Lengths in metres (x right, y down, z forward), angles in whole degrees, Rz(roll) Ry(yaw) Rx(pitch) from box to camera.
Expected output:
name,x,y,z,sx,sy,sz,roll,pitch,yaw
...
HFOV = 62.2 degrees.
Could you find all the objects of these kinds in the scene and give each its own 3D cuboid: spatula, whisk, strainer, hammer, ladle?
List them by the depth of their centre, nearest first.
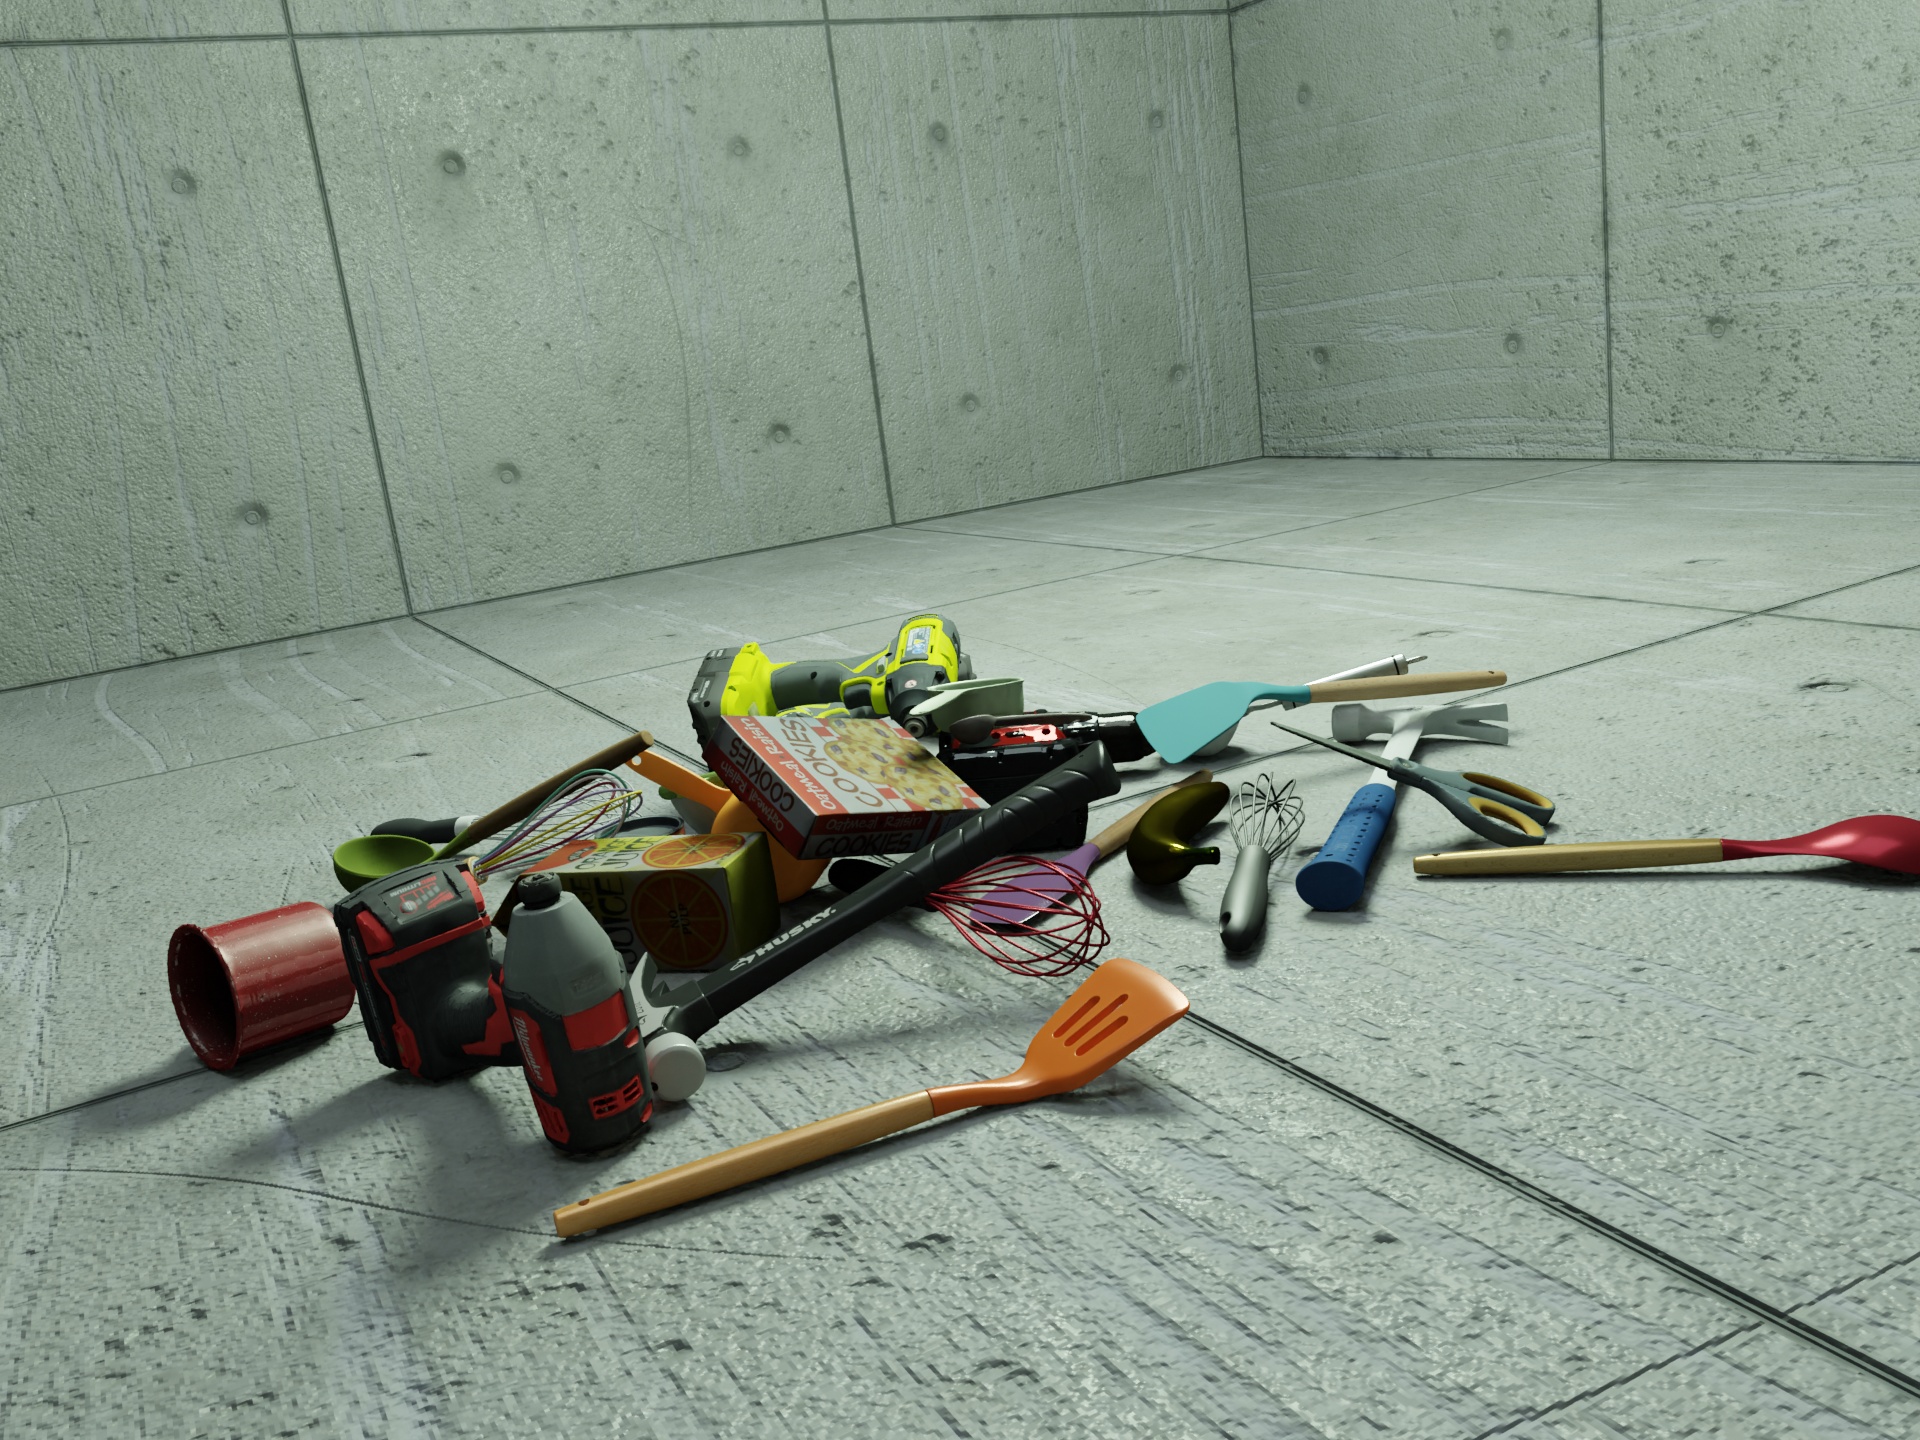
name,x,y,z,sx,sy,sz,roll,pitch,yaw
spatula,-0.040,0.188,0.782,0.322,0.041,0.081,-13,16,-20
hammer,-0.048,0.103,0.943,0.335,0.035,0.146,-30,18,-13
ladle,0.446,0.083,0.992,0.315,0.031,0.069,-5,14,18
whisk,-0.006,0.115,1.027,0.073,0.073,0.296,-16,11,-33
whisk,0.196,0.091,1.046,0.055,0.055,0.239,-3,19,17
whisk,-0.335,0.099,1.152,0.245,0.051,0.047,-26,25,16
spatula,0.107,0.088,1.162,0.060,0.018,0.316,0,16,37
hammer,0.314,0.049,1.171,0.144,0.035,0.405,-1,15,24
ladle,-0.354,0.065,1.198,0.320,0.062,0.078,-26,3,27
strainer,-0.177,0.076,1.300,0.151,0.069,0.256,-11,-4,-23
spatula,0.304,-0.015,1.302,0.317,0.044,0.082,-5,30,-15
whisk,-0.389,0.090,1.348,0.284,0.070,0.070,-7,13,25
strainer,0.272,-0.014,1.358,0.258,0.050,0.086,-18,-18,10

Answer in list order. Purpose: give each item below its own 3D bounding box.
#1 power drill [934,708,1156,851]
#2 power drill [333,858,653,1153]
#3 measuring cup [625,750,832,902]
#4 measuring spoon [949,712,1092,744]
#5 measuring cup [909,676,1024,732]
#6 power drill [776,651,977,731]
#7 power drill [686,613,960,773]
name,x,y,z,sx,sy,sz,roll,pitch,yaw
power drill,0.068,0.036,1.281,0.188,0.080,0.227,-5,11,7
power drill,-0.253,0.142,0.868,0.078,0.143,0.220,-23,18,-40
measuring cup,-0.173,0.068,1.139,0.173,0.095,0.052,28,18,-3
measuring spoon,0.049,0.006,1.207,0.124,0.018,0.034,-3,-17,-28
measuring cup,-0.002,-0.004,1.220,0.083,0.038,0.167,-4,8,21
power drill,-0.097,-0.003,1.523,0.228,0.080,0.191,-18,17,-29
power drill,-0.114,-0.021,1.378,0.223,0.080,0.171,-9,28,9
